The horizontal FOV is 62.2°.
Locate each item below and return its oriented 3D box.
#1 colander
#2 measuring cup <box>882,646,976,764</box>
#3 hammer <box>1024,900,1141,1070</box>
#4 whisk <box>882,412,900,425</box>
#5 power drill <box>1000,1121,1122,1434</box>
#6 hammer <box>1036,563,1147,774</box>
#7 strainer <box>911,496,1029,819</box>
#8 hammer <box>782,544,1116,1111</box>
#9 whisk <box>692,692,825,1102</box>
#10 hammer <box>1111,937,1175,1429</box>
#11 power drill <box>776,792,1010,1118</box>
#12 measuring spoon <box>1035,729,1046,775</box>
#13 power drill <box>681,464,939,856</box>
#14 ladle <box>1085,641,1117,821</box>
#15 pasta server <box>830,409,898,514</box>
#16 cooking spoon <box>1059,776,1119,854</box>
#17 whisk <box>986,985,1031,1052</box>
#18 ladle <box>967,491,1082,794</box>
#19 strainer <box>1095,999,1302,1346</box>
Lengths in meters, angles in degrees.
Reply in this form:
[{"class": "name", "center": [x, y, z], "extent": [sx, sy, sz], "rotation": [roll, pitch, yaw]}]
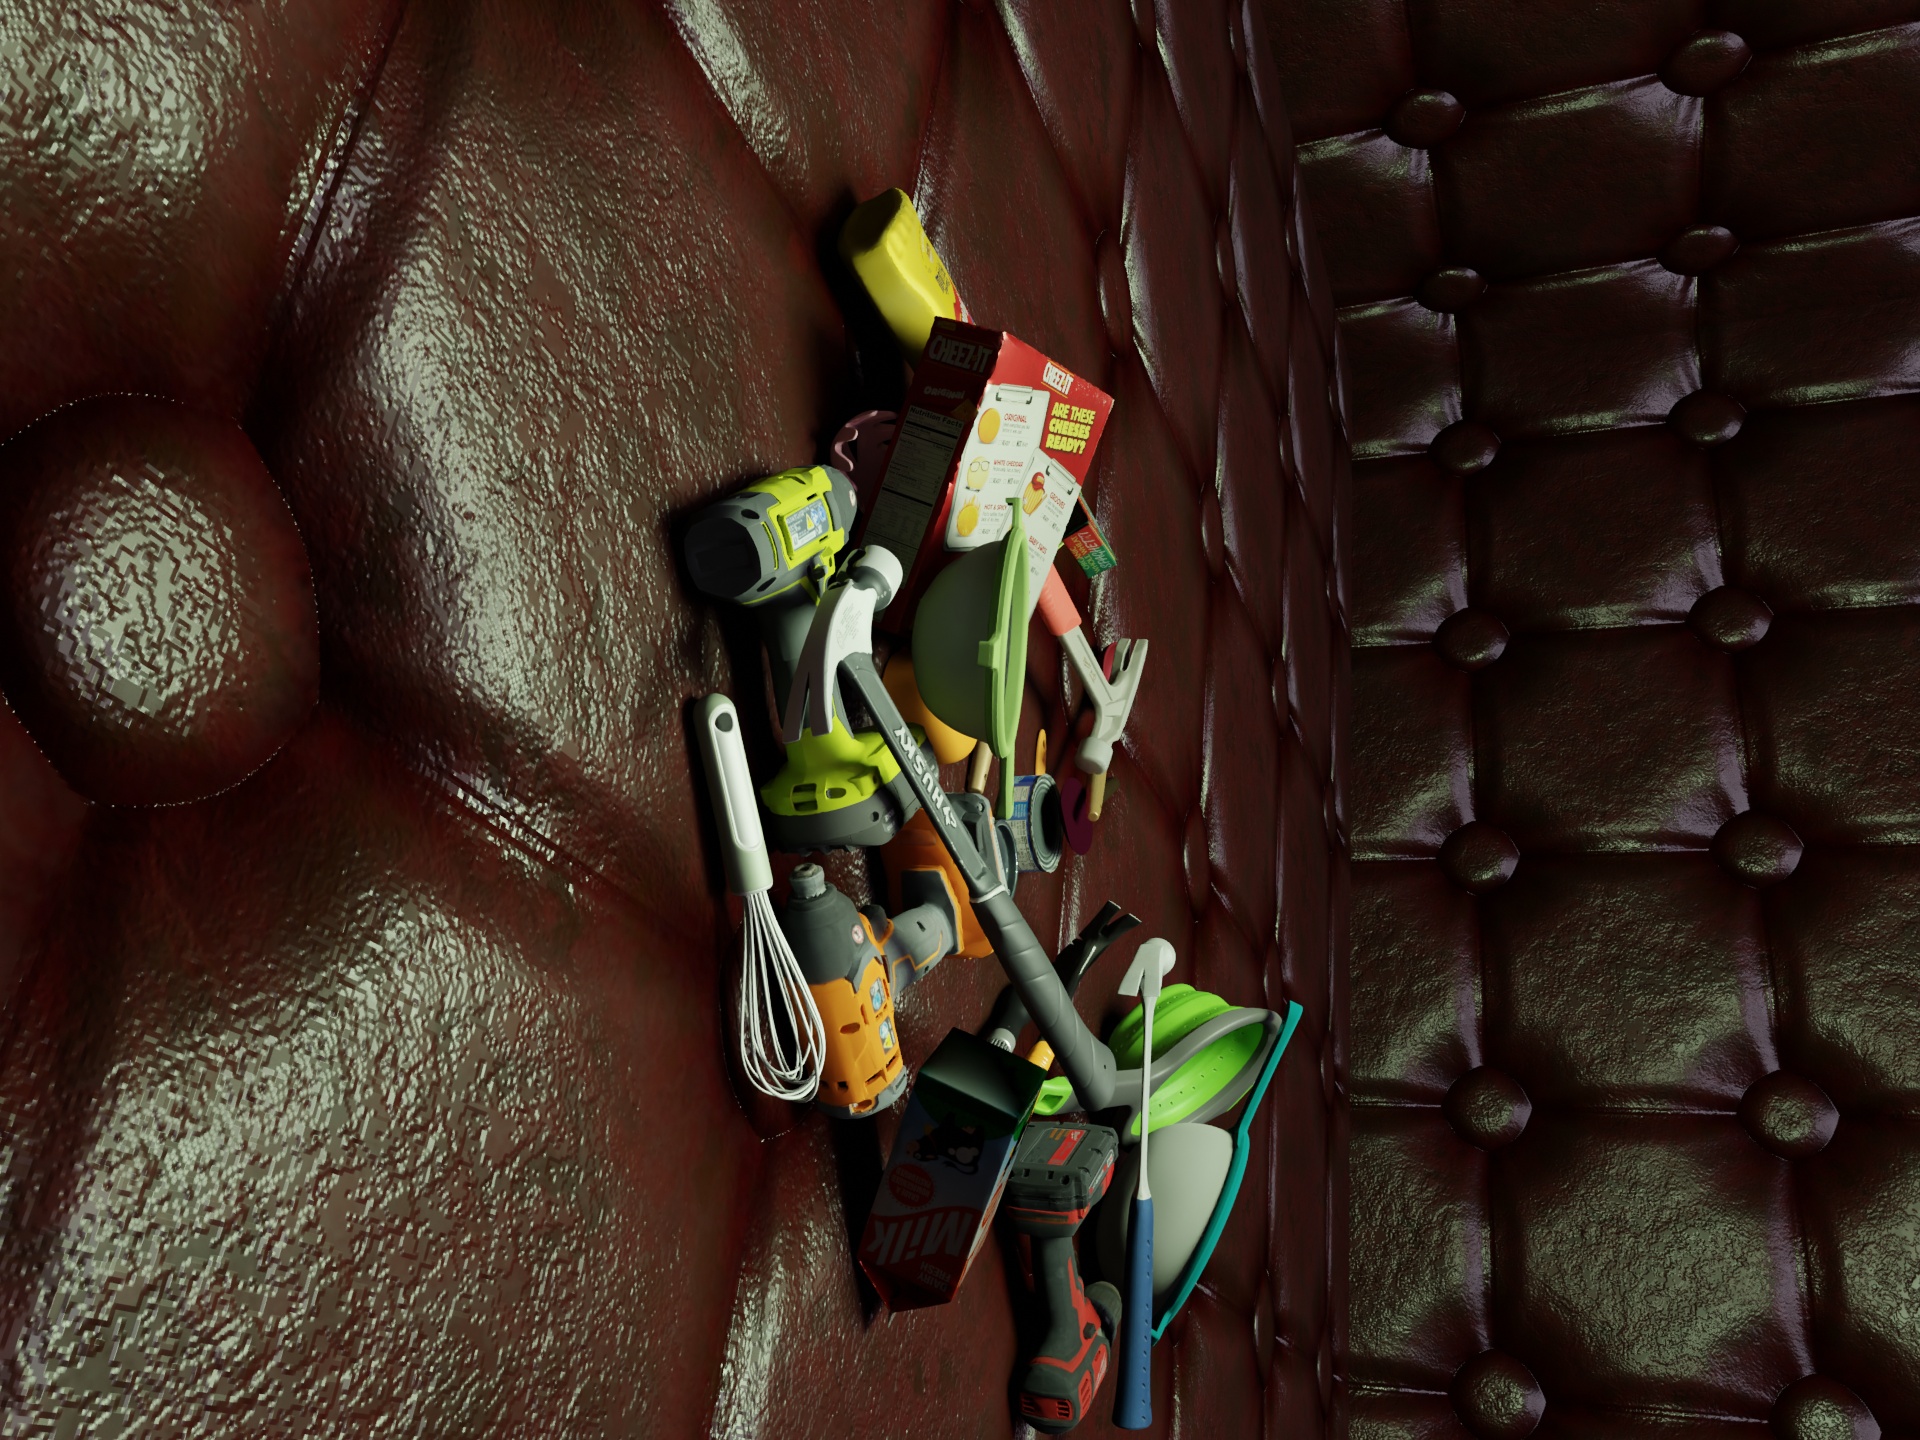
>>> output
[{"class": "colander", "center": [0.165, 0.323, 1.531], "extent": [0.396, 0.204, 0.095], "rotation": [11, 32, -51]}, {"class": "measuring cup", "center": [-0.002, -0.004, 1.219], "extent": [0.173, 0.052, 0.095], "rotation": [20, 68, -64]}, {"class": "hammer", "center": [0.059, 0.287, 1.284], "extent": [0.127, 0.034, 0.337], "rotation": [-54, -177, 41]}, {"class": "whisk", "center": [-0.010, -0.218, 1.269], "extent": [0.245, 0.051, 0.047], "rotation": [-25, 131, -71]}, {"class": "power drill", "center": [0.095, 0.461, 1.357], "extent": [0.188, 0.080, 0.226], "rotation": [-23, 111, -68]}, {"class": "hammer", "center": [0.081, -0.109, 1.353], "extent": [0.358, 0.037, 0.149], "rotation": [57, 45, -48]}, {"class": "strainer", "center": [0.006, -0.018, 1.080], "extent": [0.256, 0.069, 0.152], "rotation": [88, 9, -49]}, {"class": "hammer", "center": [0.008, 0.097, 0.985], "extent": [0.408, 0.036, 0.149], "rotation": [62, 31, -28]}, {"class": "whisk", "center": [-0.119, 0.105, 0.921], "extent": [0.058, 0.059, 0.246], "rotation": [-17, 99, -40]}, {"class": "hammer", "center": [0.153, 0.396, 1.356], "extent": [0.144, 0.035, 0.405], "rotation": [7, 85, -77]}, {"class": "power drill", "center": [-0.047, 0.130, 1.051], "extent": [0.226, 0.084, 0.164], "rotation": [-47, 130, -56]}, {"class": "measuring spoon", "center": [0.077, 0.064, 1.462], "extent": [0.021, 0.011, 0.117], "rotation": [37, 52, -62]}, {"class": "power drill", "center": [-0.086, -0.044, 0.990], "extent": [0.171, 0.080, 0.223], "rotation": [-47, 126, -62]}, {"class": "ladle", "center": [0.138, 0.011, 1.546], "extent": [0.316, 0.031, 0.069], "rotation": [-74, 156, -60]}, {"class": "pasta server", "center": [-0.030, -0.111, 1.190], "extent": [0.060, 0.040, 0.315], "rotation": [-52, 143, -21]}, {"class": "cooking spoon", "center": [0.124, 0.078, 1.517], "extent": [0.319, 0.017, 0.069], "rotation": [-17, 95, -76]}, {"class": "whisk", "center": [0.024, 0.267, 1.237], "extent": [0.285, 0.070, 0.070], "rotation": [-47, 129, -68]}, {"class": "ladle", "center": [0.052, -0.078, 1.370], "extent": [0.078, 0.062, 0.320], "rotation": [57, 38, -51]}, {"class": "strainer", "center": [0.215, 0.408, 1.518], "extent": [0.340, 0.095, 0.211], "rotation": [-64, 174, -3]}]
